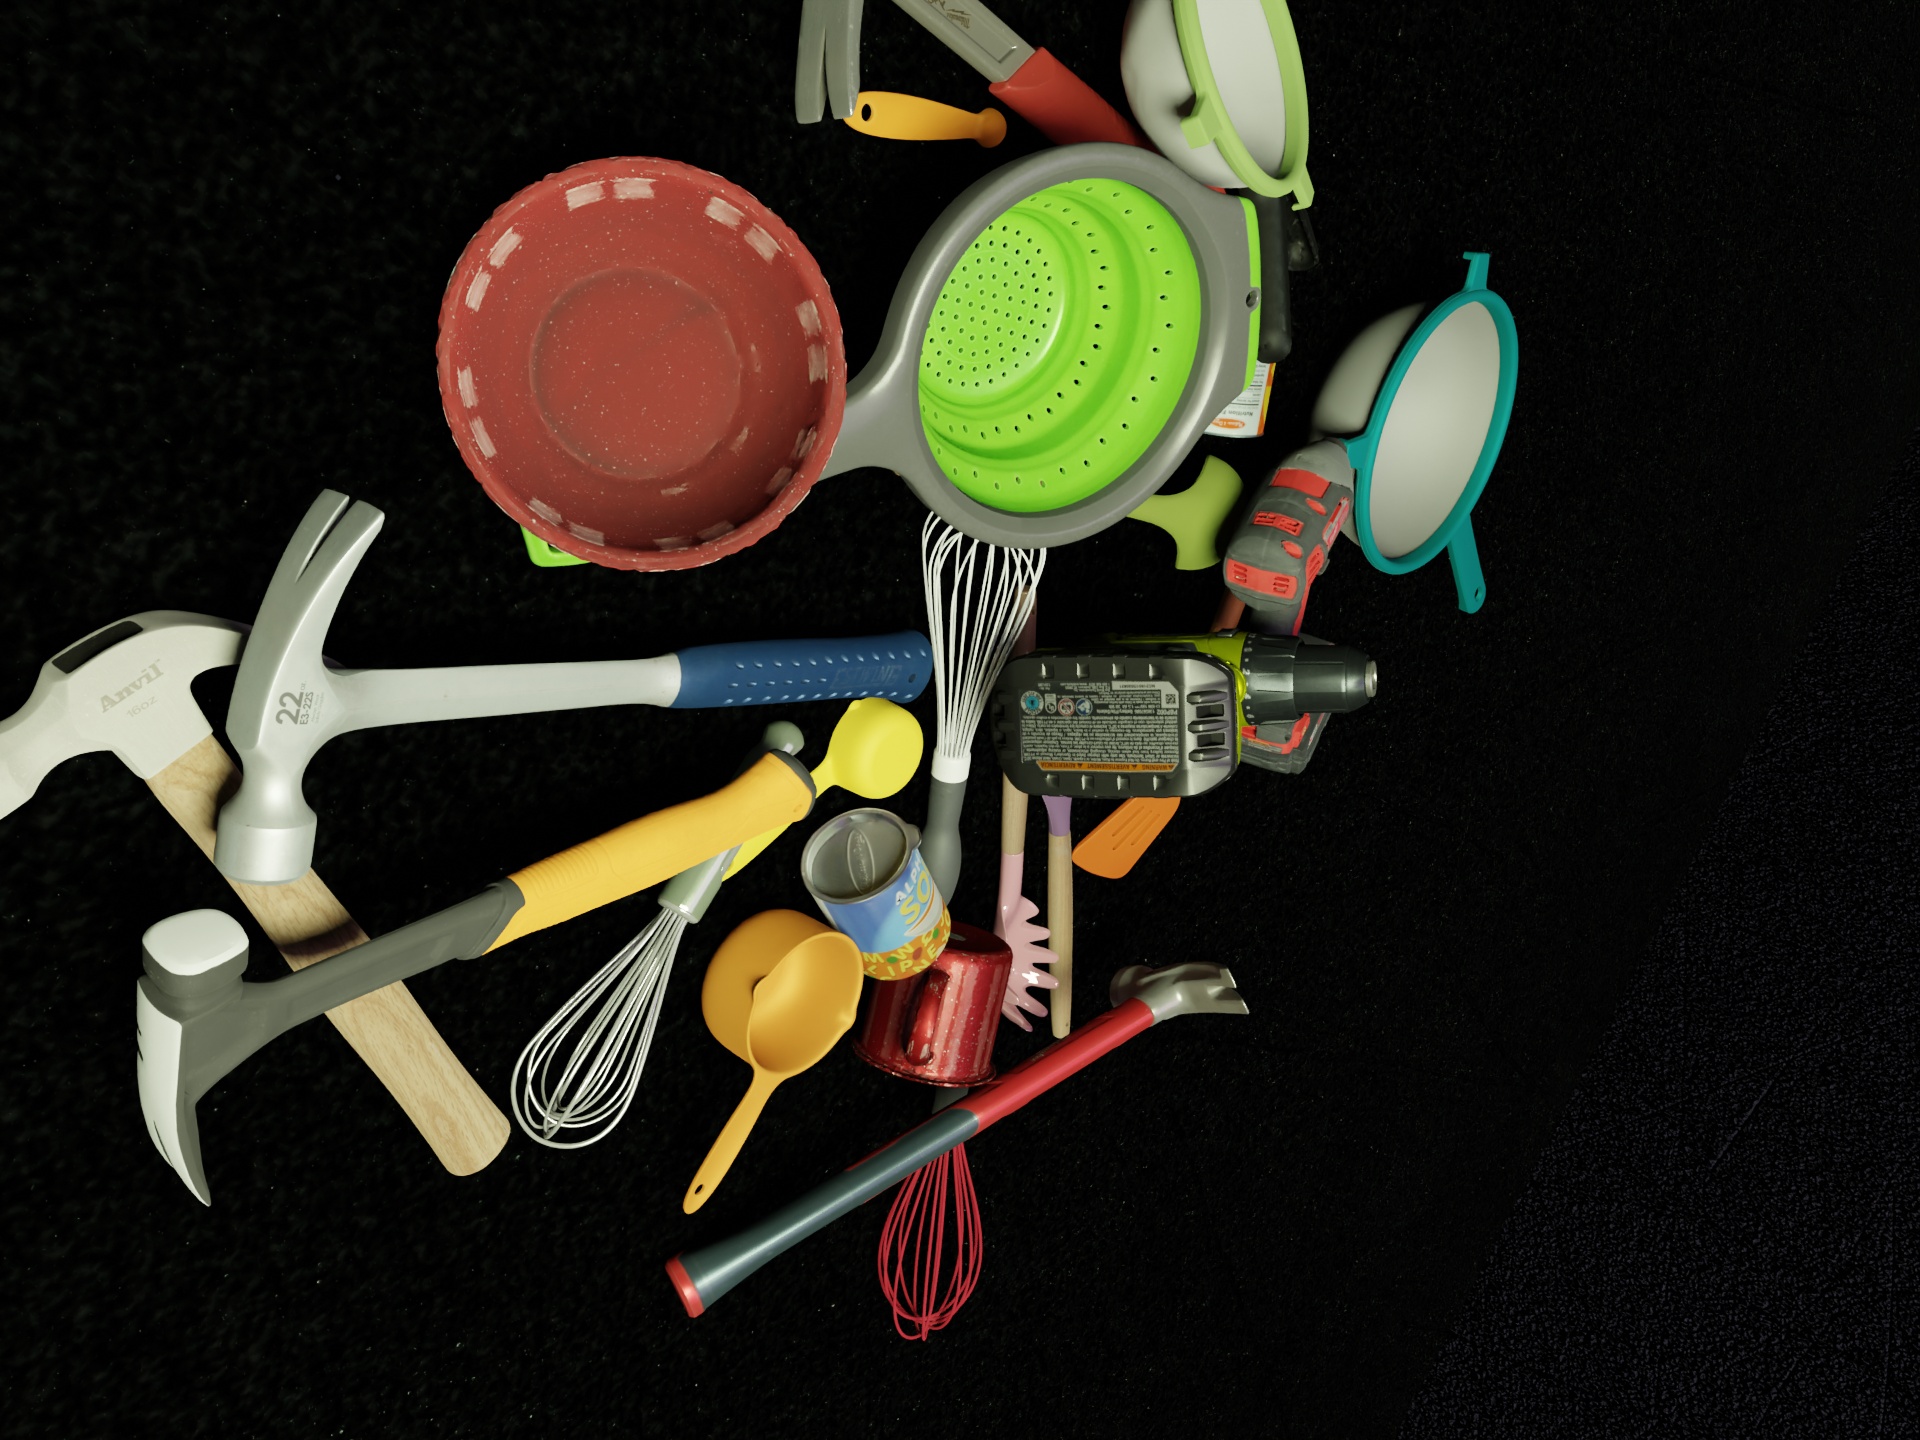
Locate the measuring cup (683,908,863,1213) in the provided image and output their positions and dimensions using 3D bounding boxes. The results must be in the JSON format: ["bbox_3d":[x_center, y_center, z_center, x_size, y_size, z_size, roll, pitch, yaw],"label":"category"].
[{"bbox_3d":[-0.123,0.186,0.888,0.095,0.052,0.173,35,83,-53],"label":"measuring cup"}]

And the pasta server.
[{"bbox_3d":[0.042,0.063,1.038,0.060,0.040,0.316,-36,134,-52],"label":"pasta server"}]

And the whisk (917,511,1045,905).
[{"bbox_3d":[-0.003,-0.003,0.935,0.070,0.070,0.284,-22,131,-44],"label":"whisk"}]

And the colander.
[{"bbox_3d":[-0.036,-0.169,0.786,0.397,0.095,0.204,-23,129,-21],"label":"colander"}]

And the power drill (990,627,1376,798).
[{"bbox_3d":[0.132,-0.014,0.933,0.228,0.190,0.080,-21,110,-65],"label":"power drill"}]

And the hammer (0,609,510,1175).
[{"bbox_3d":[-0.268,0.090,0.669,0.130,0.031,0.331,-44,139,-27],"label":"hammer"}]

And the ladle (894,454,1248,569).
[{"bbox_3d":[0.073,-0.139,0.972,0.320,0.062,0.078,1,109,-45],"label":"ladle"}]

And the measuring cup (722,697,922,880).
[{"bbox_3d":[-0.078,0.045,0.883,0.156,0.029,0.062,-42,137,-32],"label":"measuring cup"}]

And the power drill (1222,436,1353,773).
[{"bbox_3d":[0.222,-0.081,1.080,0.143,0.078,0.219,-57,155,-35],"label":"power drill"}]

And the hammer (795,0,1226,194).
[{"bbox_3d":[0.047,-0.311,0.822,0.358,0.037,0.149,12,87,-55],"label":"hammer"}]

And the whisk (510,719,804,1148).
[{"bbox_3d":[-0.149,0.105,0.816,0.246,0.059,0.058,-60,-176,-16],"label":"whisk"}]

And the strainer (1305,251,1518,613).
[{"bbox_3d":[0.343,-0.192,1.229,0.211,0.095,0.340,-55,144,-12],"label":"strainer"}]

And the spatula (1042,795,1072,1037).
[{"bbox_3d":[0.070,0.097,1.109,0.060,0.018,0.315,-32,132,-41],"label":"spatula"}]

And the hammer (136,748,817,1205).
[{"bbox_3d":[-0.189,0.085,0.699,0.337,0.034,0.127,-24,140,-47],"label":"hammer"}]

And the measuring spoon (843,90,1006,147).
[{"bbox_3d":[-0.015,-0.297,0.787,0.117,0.011,0.021,-16,121,-47],"label":"measuring spoon"}]

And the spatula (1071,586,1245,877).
[{"bbox_3d":[0.170,-0.033,1.160,0.081,0.041,0.322,26,84,-53],"label":"spatula"}]

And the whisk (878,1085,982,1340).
[{"bbox_3d":[-0.011,0.285,1.083,0.073,0.073,0.296,-5,106,-50],"label":"whisk"}]

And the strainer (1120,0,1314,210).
[{"bbox_3d":[0.115,-0.393,0.833,0.151,0.069,0.256,-5,86,-57],"label":"strainer"}]

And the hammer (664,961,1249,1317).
[{"bbox_3d":[0.001,0.251,0.983,0.386,0.143,0.038,-26,91,-23],"label":"hammer"}]

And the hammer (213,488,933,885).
[{"bbox_3d":[-0.140,-0.024,0.728,0.405,0.035,0.144,-7,115,-56],"label":"hammer"}]
